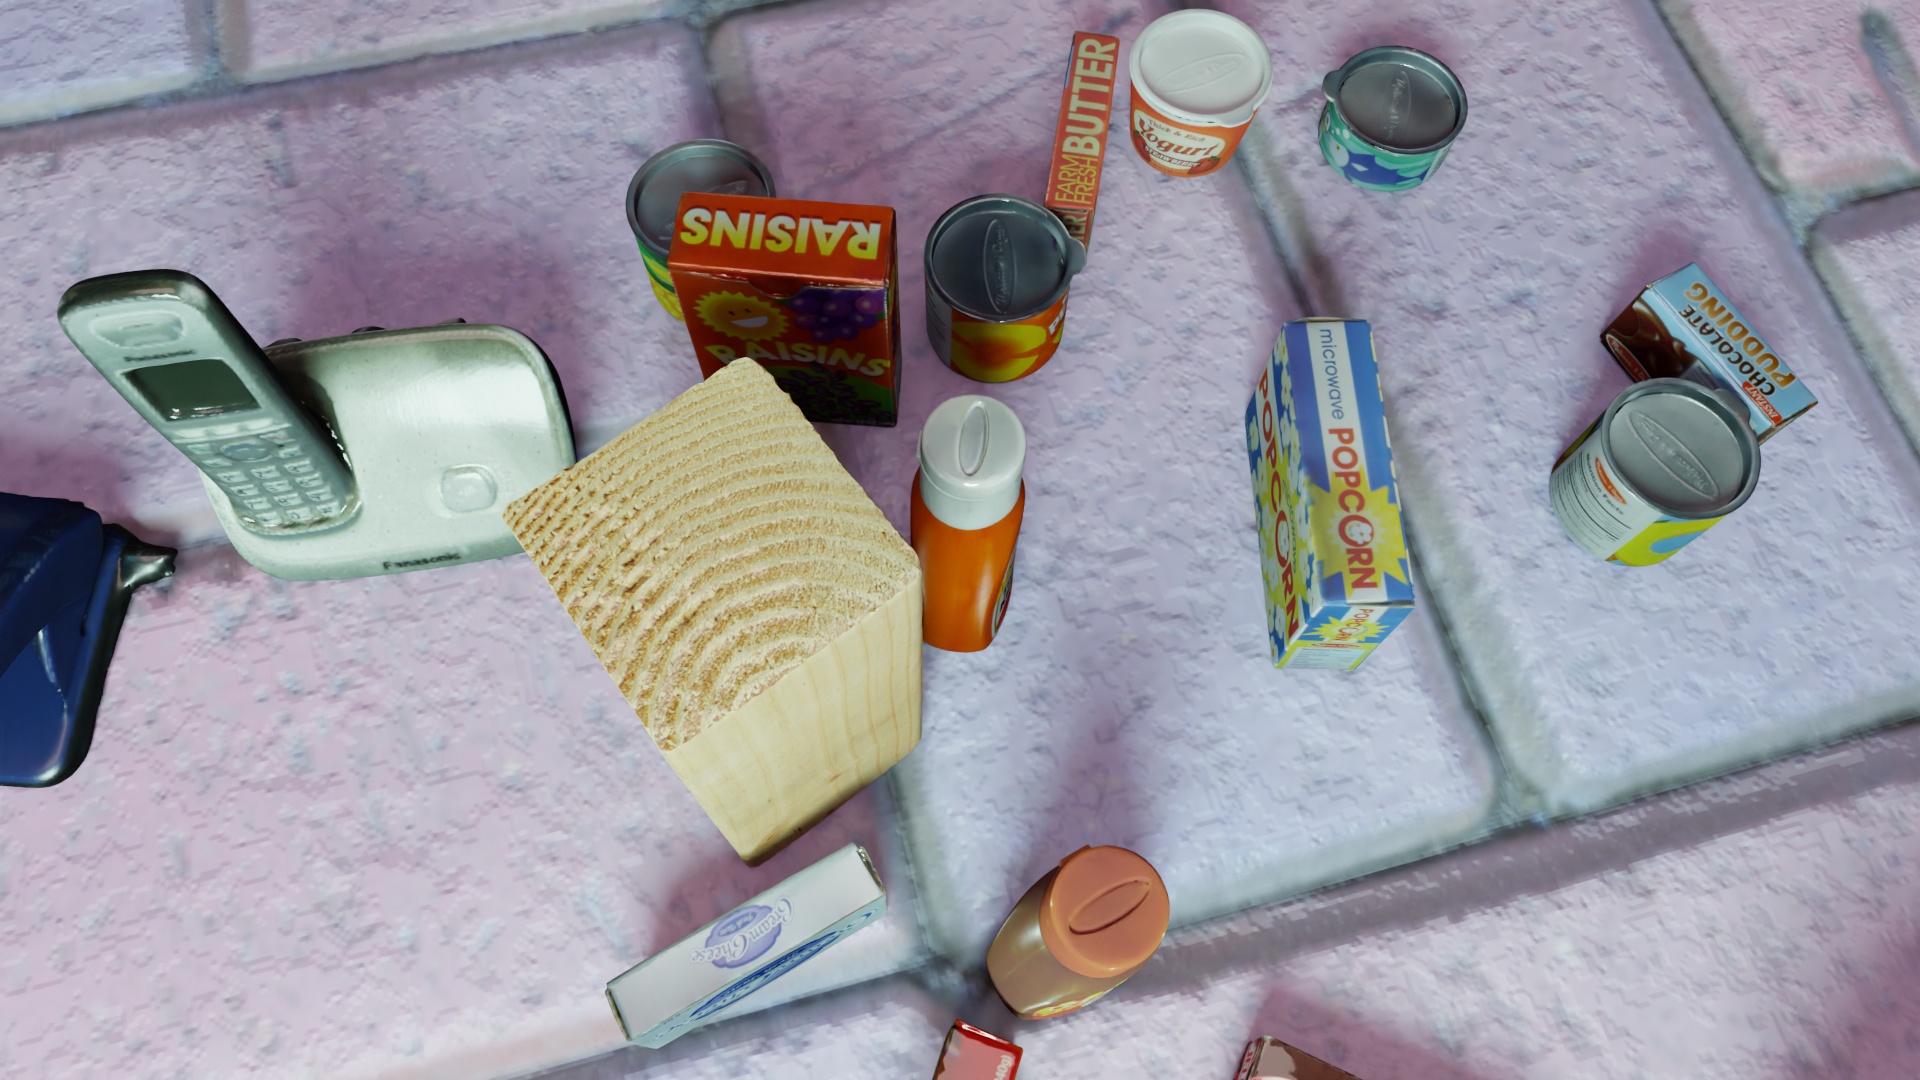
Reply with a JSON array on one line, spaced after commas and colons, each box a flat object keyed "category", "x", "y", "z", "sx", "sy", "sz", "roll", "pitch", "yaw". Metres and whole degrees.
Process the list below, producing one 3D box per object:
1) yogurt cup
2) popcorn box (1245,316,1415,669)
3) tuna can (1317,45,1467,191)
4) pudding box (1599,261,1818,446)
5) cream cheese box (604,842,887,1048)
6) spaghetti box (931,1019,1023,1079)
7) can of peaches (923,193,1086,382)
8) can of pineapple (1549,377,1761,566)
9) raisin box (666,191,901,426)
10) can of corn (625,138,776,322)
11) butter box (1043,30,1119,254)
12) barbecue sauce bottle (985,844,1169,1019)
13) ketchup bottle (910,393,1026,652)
[{"category": "yogurt cup", "x": 0.113, "y": -0.215, "z": 0.677, "sx": 0.072, "sy": 0.053, "sz": 0.072, "roll": 1, "pitch": 68, "yaw": -1}, {"category": "popcorn box", "x": 0.151, "y": -0.018, "z": 0.580, "sx": 0.038, "sy": 0.085, "sz": 0.127, "roll": -1, "pitch": 68, "yaw": -2}, {"category": "tuna can", "x": 0.211, "y": -0.209, "z": 0.688, "sx": 0.071, "sy": 0.032, "sz": 0.071, "roll": 1, "pitch": 68, "yaw": -1}, {"category": "pudding box", "x": 0.336, "y": -0.078, "z": 0.629, "sx": 0.030, "sy": 0.049, "sz": 0.084, "roll": -28, "pitch": 71, "yaw": -12}, {"category": "cream cheese box", "x": -0.077, "y": 0.152, "z": 0.521, "sx": 0.104, "sy": 0.053, "sz": 0.024, "roll": -28, "pitch": 71, "yaw": -12}, {"category": "spaghetti box", "x": -0.030, "y": 0.291, "z": 0.467, "sx": 0.029, "sy": 0.050, "sz": 0.251, "roll": 18, "pitch": 68, "yaw": 6}, {"category": "can of peaches", "x": 0.019, "y": -0.113, "z": 0.630, "sx": 0.071, "sy": 0.058, "sz": 0.071, "roll": 1, "pitch": 68, "yaw": -1}, {"category": "can of pineapple", "x": 0.301, "y": -0.029, "z": 0.603, "sx": 0.071, "sy": 0.057, "sz": 0.071, "roll": 1, "pitch": 68, "yaw": -1}, {"category": "raisin box", "x": -0.069, "y": -0.093, "z": 0.584, "sx": 0.086, "sy": 0.123, "sz": 0.040, "roll": 5, "pitch": 68, "yaw": 1}, {"category": "can of corn", "x": -0.113, "y": -0.137, "z": 0.636, "sx": 0.071, "sy": 0.058, "sz": 0.071, "roll": 1, "pitch": 68, "yaw": -1}, {"category": "butter box", "x": 0.056, "y": -0.185, "z": 0.663, "sx": 0.024, "sy": 0.053, "sz": 0.104, "roll": 9, "pitch": 68, "yaw": 2}, {"category": "barbecue sauce bottle", "x": 0.042, "y": 0.135, "z": 0.480, "sx": 0.065, "sy": 0.148, "sz": 0.044, "roll": -27, "pitch": 71, "yaw": -11}, {"category": "ketchup bottle", "x": 0.002, "y": -0.007, "z": 0.537, "sx": 0.043, "sy": 0.148, "sz": 0.065, "roll": 7, "pitch": 68, "yaw": 2}]
